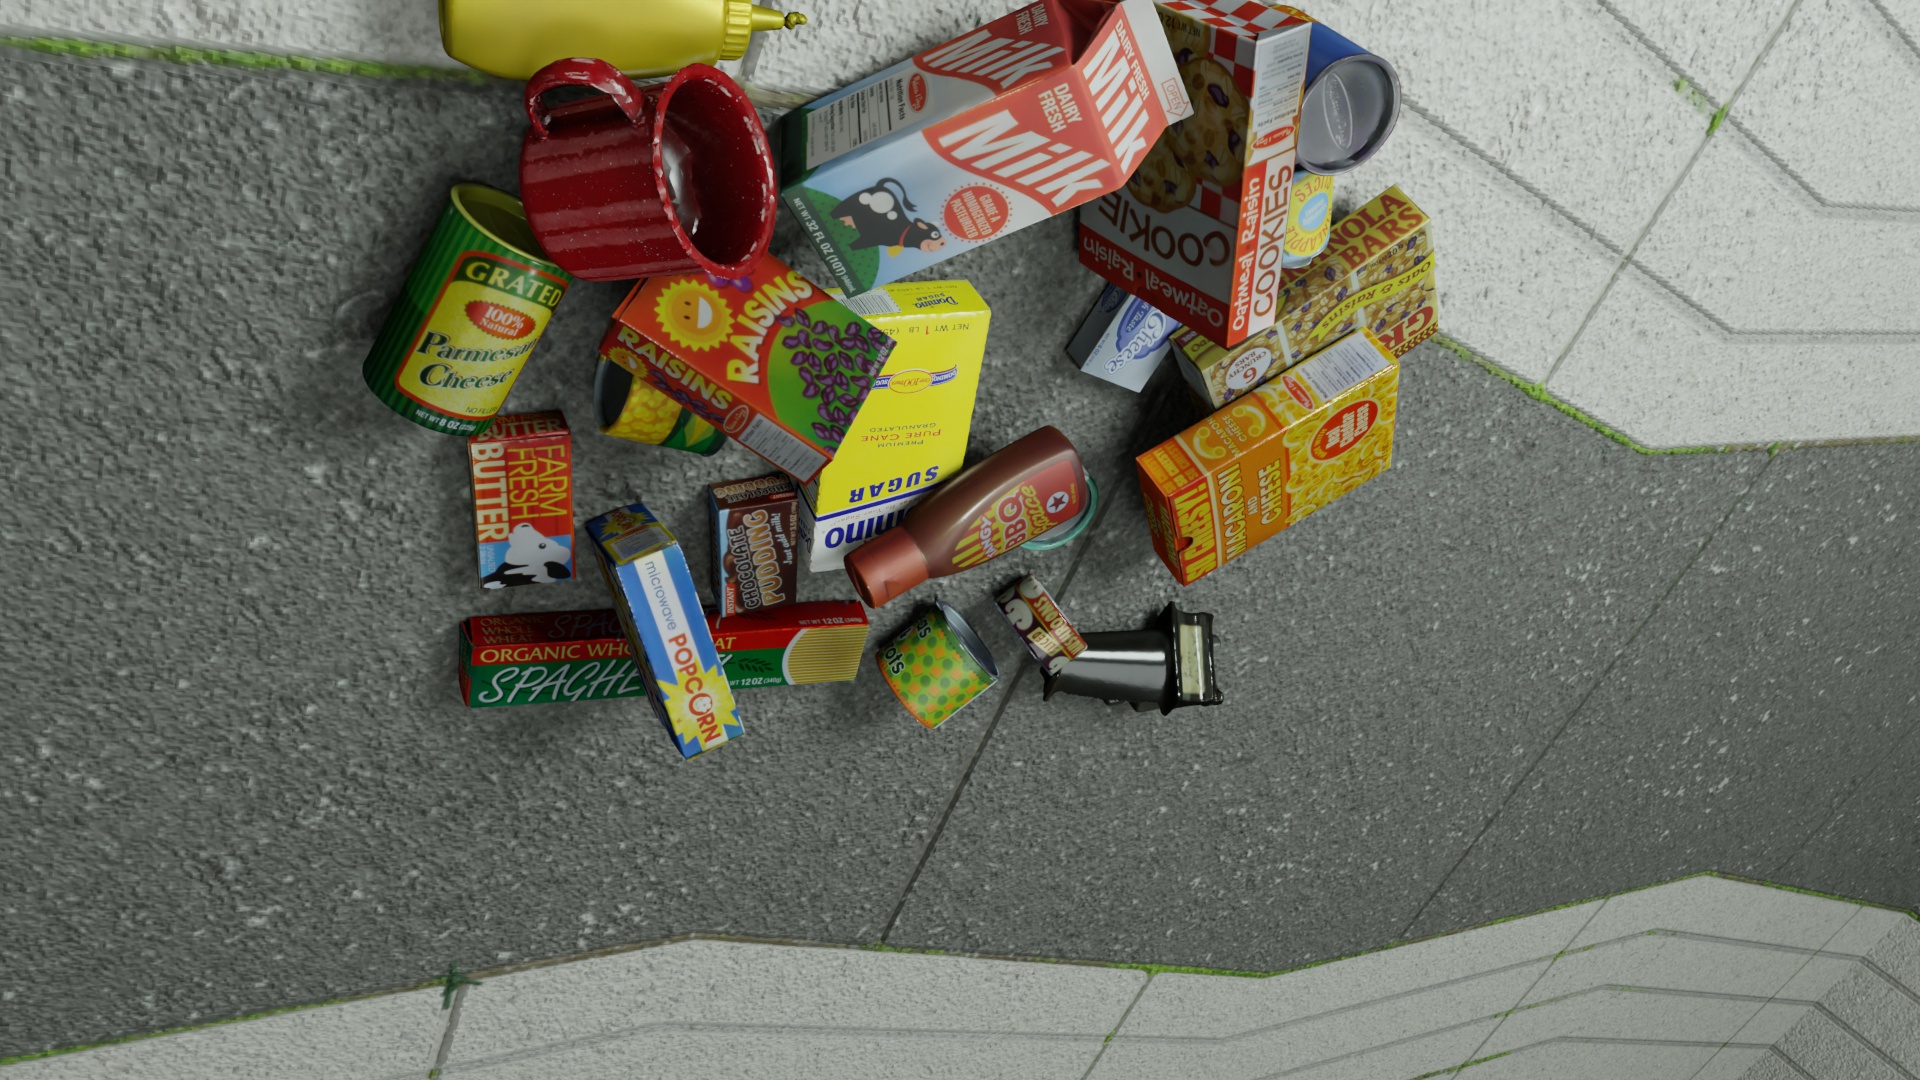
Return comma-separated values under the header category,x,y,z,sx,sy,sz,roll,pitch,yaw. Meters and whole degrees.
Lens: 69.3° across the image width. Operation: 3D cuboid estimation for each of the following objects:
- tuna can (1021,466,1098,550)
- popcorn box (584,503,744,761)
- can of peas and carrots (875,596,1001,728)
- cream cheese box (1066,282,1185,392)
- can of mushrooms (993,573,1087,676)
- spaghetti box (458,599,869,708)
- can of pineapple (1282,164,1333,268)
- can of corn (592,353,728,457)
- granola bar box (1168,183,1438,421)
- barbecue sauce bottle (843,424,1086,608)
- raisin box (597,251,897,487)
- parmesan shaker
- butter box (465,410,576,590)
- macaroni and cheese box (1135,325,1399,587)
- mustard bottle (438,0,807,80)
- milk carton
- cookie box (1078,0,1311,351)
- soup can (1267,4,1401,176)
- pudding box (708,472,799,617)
category,x,y,z,sx,sy,sz,roll,pitch,yaw
tuna can,0.054,-0.026,0.902,0.071,0.033,0.070,-14,131,-17
popcorn box,-0.169,0.050,0.788,0.038,0.085,0.126,-23,114,-19
can of peas and carrots,-0.017,0.082,0.934,0.058,0.071,0.070,-38,134,7
cream cheese box,0.114,-0.143,0.843,0.053,0.024,0.103,15,119,-37
can of mushrooms,0.055,0.057,0.946,0.033,0.071,0.071,-37,134,3
spaghetti box,-0.179,0.069,0.864,0.251,0.029,0.050,-2,126,-26
can of pineapple,0.182,-0.199,0.800,0.071,0.071,0.057,-19,133,-12
can of corn,-0.152,-0.083,0.725,0.058,0.071,0.071,11,121,-33
granola bar box,0.223,-0.131,0.881,0.165,0.039,0.124,-34,148,2
barbecue sauce bottle,0.003,-0.010,0.823,0.149,0.044,0.064,-29,139,-15
raisin box,-0.104,-0.097,0.693,0.123,0.086,0.040,33,147,-12
parmesan shaker,-0.231,-0.108,0.666,0.071,0.071,0.102,20,116,-37
butter box,-0.240,-0.021,0.762,0.053,0.024,0.103,-7,129,-22
macaroni and cheese box,0.199,-0.050,0.893,0.166,0.040,0.123,-30,148,-4
mustard bottle,-0.146,-0.236,0.616,0.160,0.049,0.065,-4,129,-26
milk carton,0.013,-0.197,0.675,0.190,0.074,0.072,-20,135,14
cookie box,0.115,-0.200,0.725,0.040,0.123,0.166,-27,136,-26
soup can,0.184,-0.244,0.754,0.071,0.084,0.071,-14,131,-16
pudding box,-0.125,0.003,0.836,0.050,0.030,0.083,-9,130,-20
